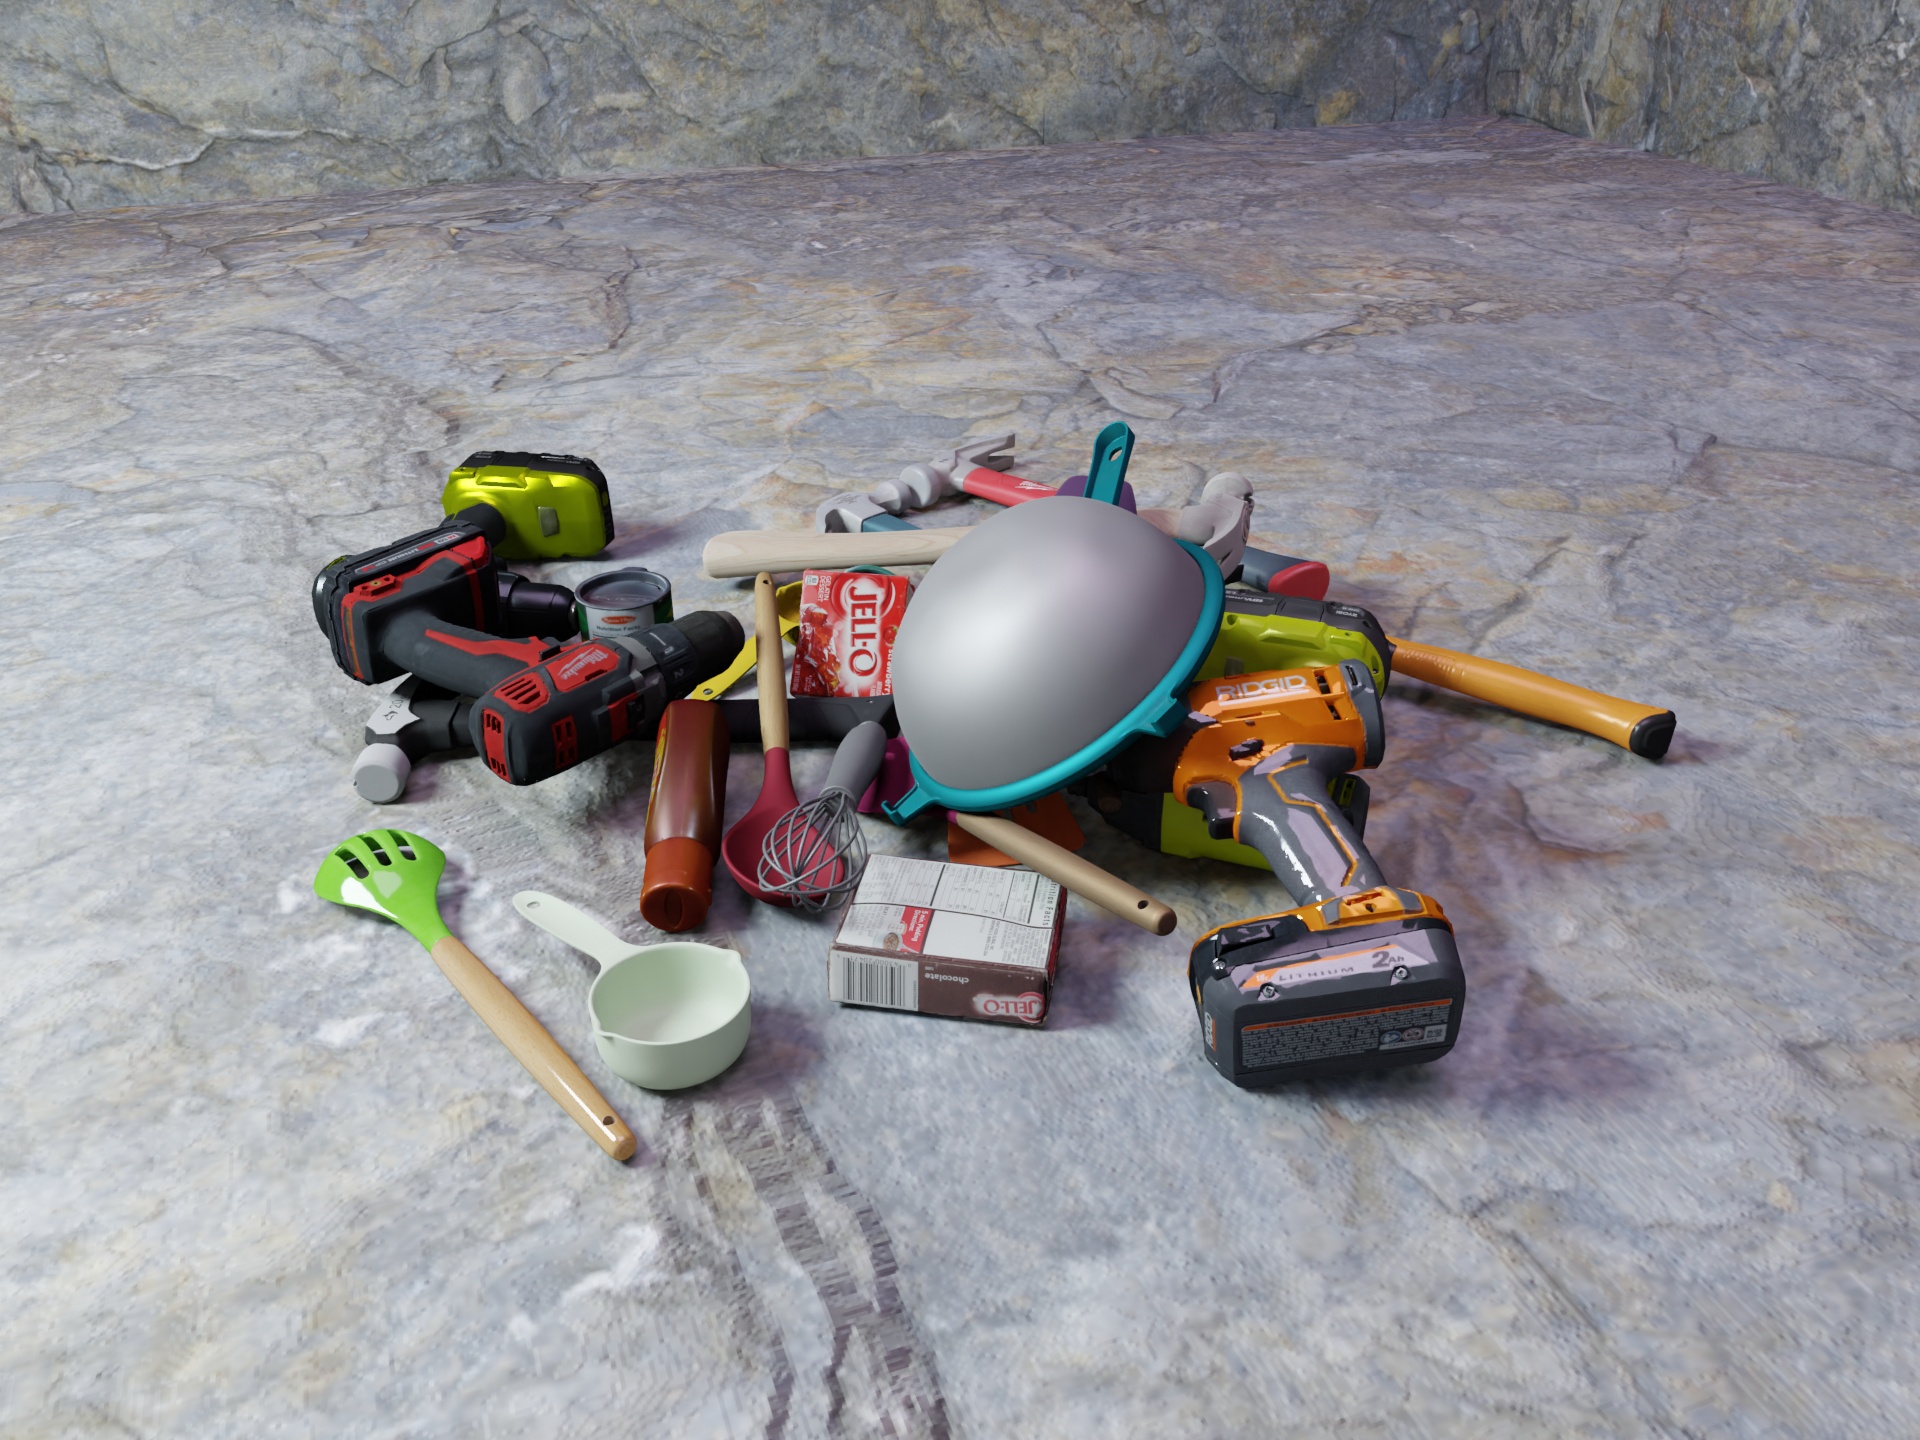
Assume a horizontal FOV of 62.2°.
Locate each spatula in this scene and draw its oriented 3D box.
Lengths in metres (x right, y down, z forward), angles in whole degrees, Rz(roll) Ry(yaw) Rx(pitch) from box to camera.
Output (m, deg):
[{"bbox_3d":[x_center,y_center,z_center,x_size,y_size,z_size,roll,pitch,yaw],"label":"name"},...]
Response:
[{"bbox_3d":[0.086,-0.061,0.985,0.060,0.018,0.316,5,43,-3],"label":"spatula"},{"bbox_3d":[-0.002,-0.003,1.042,0.081,0.041,0.323,-8,26,-10],"label":"spatula"}]

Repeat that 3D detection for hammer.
[{"bbox_3d":[0.310,-0.042,1.083,0.337,0.034,0.127,20,21,26],"label":"hammer"},{"bbox_3d":[-0.204,-0.002,1.024,0.334,0.035,0.146,-1,30,-2],"label":"hammer"},{"bbox_3d":[0.137,-0.169,1.319,0.387,0.038,0.143,23,35,35],"label":"hammer"},{"bbox_3d":[0.013,-0.122,1.240,0.331,0.033,0.128,25,37,37],"label":"hammer"},{"bbox_3d":[0.000,-0.125,1.155,0.410,0.038,0.146,-2,27,18],"label":"hammer"}]

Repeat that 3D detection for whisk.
[{"bbox_3d":[-0.066,0.044,0.881,0.055,0.055,0.239,3,19,5],"label":"whisk"}]

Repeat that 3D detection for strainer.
[{"bbox_3d":[0.048,-0.101,0.932,0.211,0.095,0.341,-21,35,33],"label":"strainer"}]

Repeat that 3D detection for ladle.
[{"bbox_3d":[-0.114,0.003,0.968,0.069,0.031,0.316,10,37,-18],"label":"ladle"}]

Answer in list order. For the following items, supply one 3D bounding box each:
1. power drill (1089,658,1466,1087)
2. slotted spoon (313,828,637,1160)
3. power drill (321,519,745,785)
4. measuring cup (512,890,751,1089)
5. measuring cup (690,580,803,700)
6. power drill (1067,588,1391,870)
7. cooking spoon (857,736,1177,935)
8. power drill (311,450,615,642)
[{"bbox_3d":[0.149,0.066,0.800,0.164,0.084,0.227,-8,45,2],"label":"power drill"},{"bbox_3d":[-0.247,0.127,0.804,0.070,0.031,0.314,-22,37,-34],"label":"slotted spoon"},{"bbox_3d":[-0.268,-0.051,1.003,0.227,0.080,0.188,25,39,31],"label":"power drill"},{"bbox_3d":[-0.170,0.130,0.789,0.168,0.038,0.083,23,36,38],"label":"measuring cup"},{"bbox_3d":[-0.135,-0.048,1.127,0.062,0.029,0.156,23,48,27],"label":"measuring cup"},{"bbox_3d":[0.172,0.005,0.973,0.171,0.080,0.223,10,34,18],"label":"power drill"},{"bbox_3d":[0.017,0.059,0.864,0.069,0.017,0.319,-39,28,-16],"label":"cooking spoon"},{"bbox_3d":[-0.348,-0.123,1.201,0.190,0.080,0.229,4,32,9],"label":"power drill"}]
